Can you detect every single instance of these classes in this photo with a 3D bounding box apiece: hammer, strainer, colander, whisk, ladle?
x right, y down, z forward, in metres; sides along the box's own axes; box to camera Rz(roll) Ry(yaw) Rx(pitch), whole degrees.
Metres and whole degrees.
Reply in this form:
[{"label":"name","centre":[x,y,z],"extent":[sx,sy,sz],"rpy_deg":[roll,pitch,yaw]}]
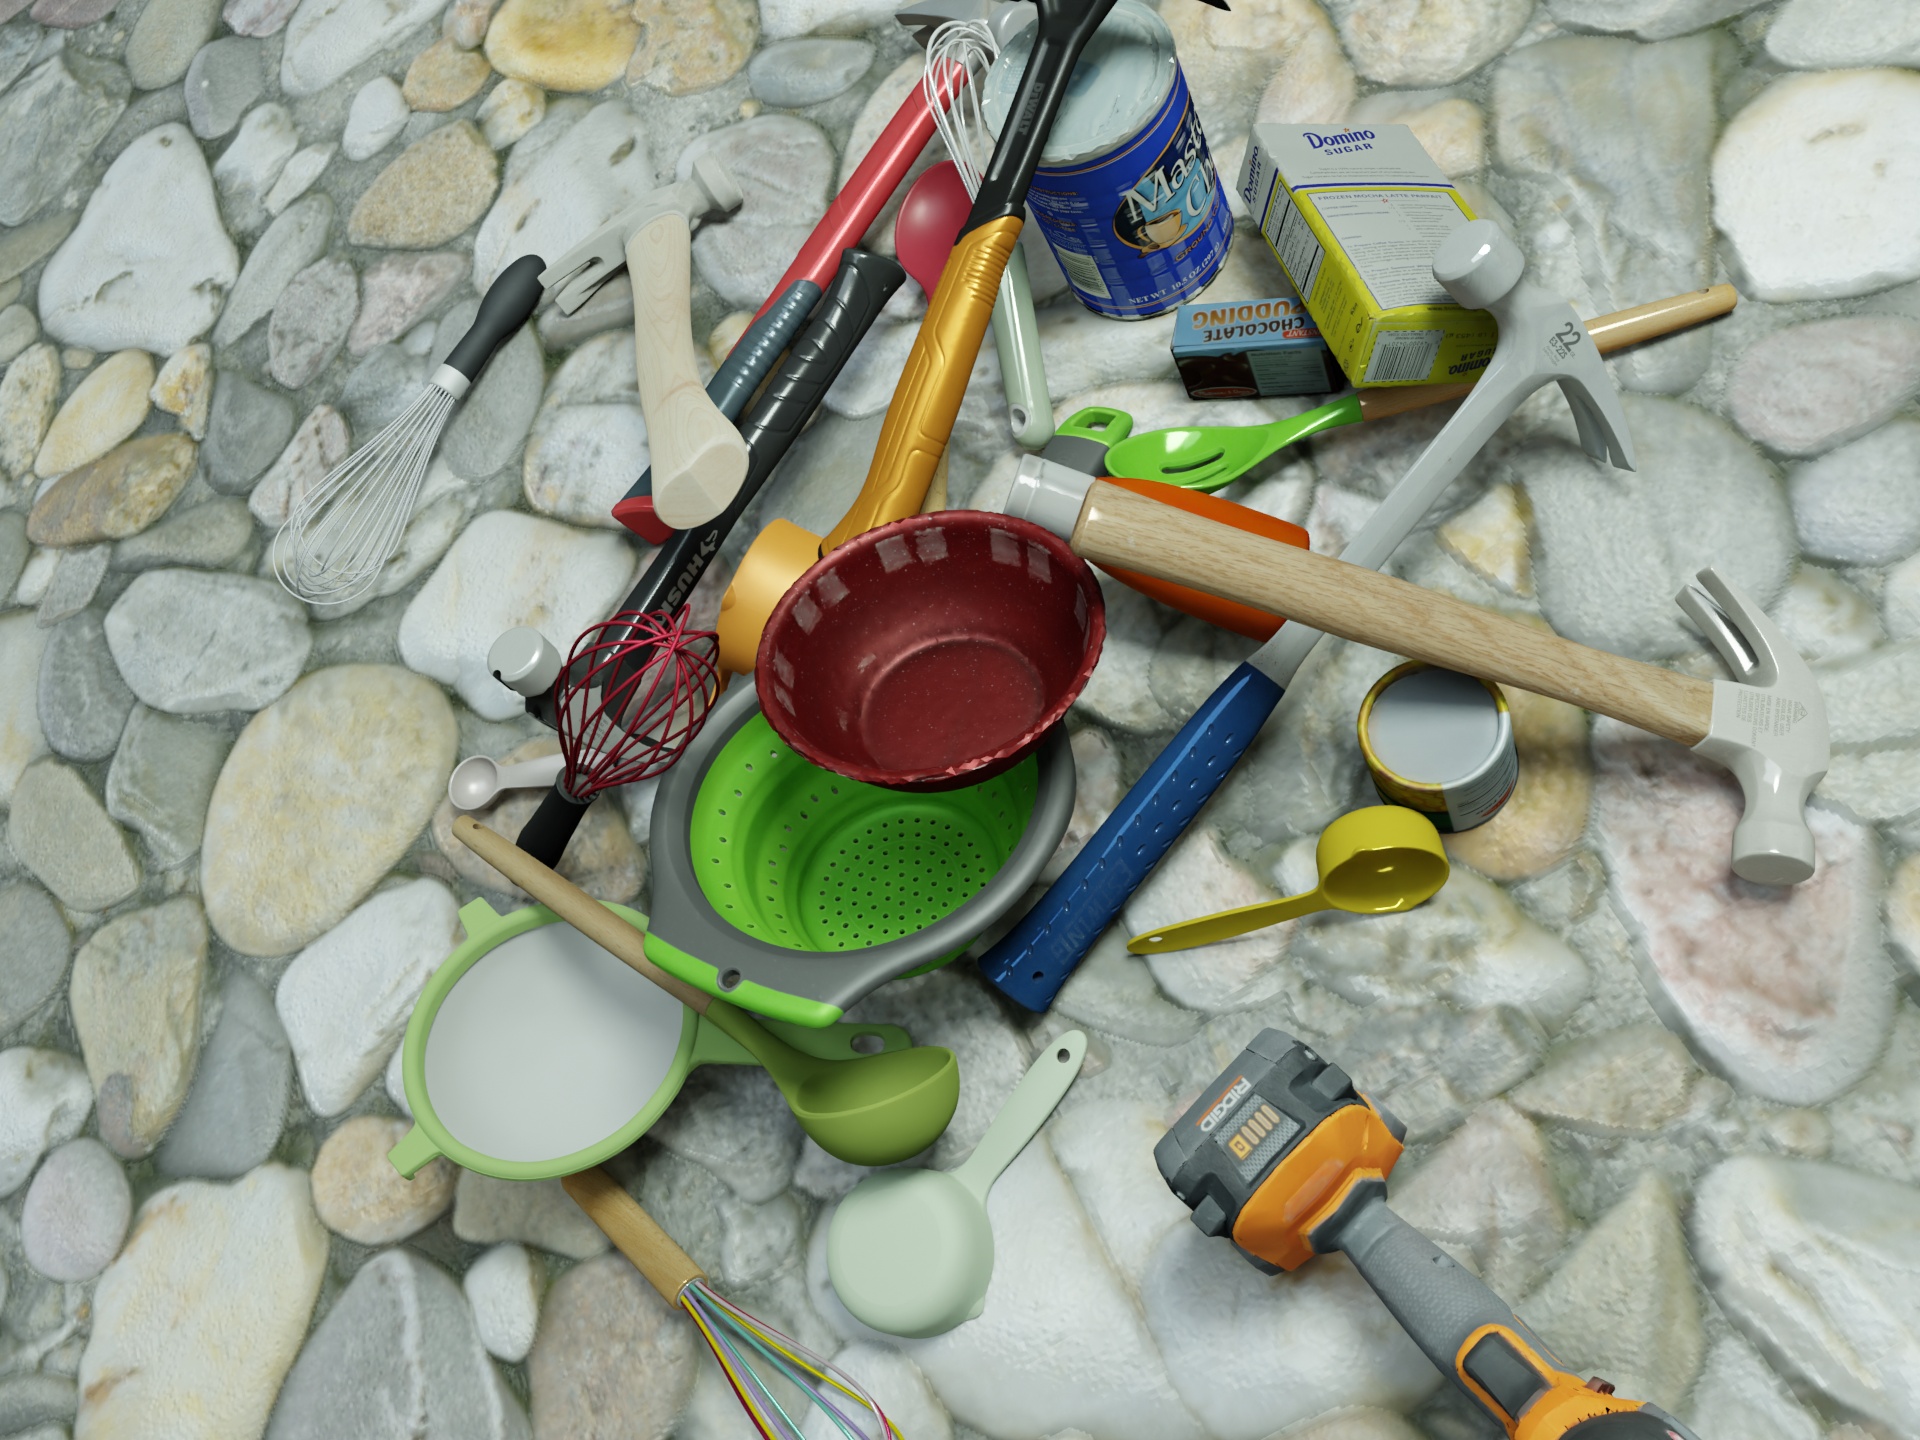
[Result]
[{"label":"hammer","centre":[-0.124,-0.127,0.886],"extent":[0.035,0.146,0.335],"rpy_deg":[23,74,28]},{"label":"strainer","centre":[-0.150,0.173,0.814],"extent":[0.256,0.069,0.152],"rpy_deg":[1,54,5]},{"label":"hammer","centre":[0.013,-0.215,0.777],"extent":[0.127,0.034,0.337],"rpy_deg":[25,98,30]},{"label":"hammer","centre":[0.209,-0.039,0.679],"extent":[0.331,0.031,0.130],"rpy_deg":[18,64,0]},{"label":"colander","centre":[-0.001,-0.003,0.813],"extent":[0.205,0.094,0.397],"rpy_deg":[16,58,27]},{"label":"hammer","centre":[0.154,-0.026,0.745],"extent":[0.405,0.144,0.035],"rpy_deg":[-51,28,6]},{"label":"whisk","centre":[0.022,-0.272,0.891],"extent":[0.058,0.059,0.246],"rpy_deg":[-12,88,54]},{"label":"ladle","centre":[-0.137,0.116,0.777],"extent":[0.320,0.078,0.062],"rpy_deg":[29,117,24]},{"label":"whisk","centre":[-0.359,-0.199,1.056],"extent":[0.070,0.070,0.285],"rpy_deg":[21,73,29]},{"label":"ladle","centre":[-0.013,-0.203,0.894],"extent":[0.069,0.031,0.316],"rpy_deg":[-22,49,30]},{"label":"hammer","centre":[-0.098,-0.279,0.979],"extent":[0.386,0.038,0.143],"rpy_deg":[-55,39,-1]},{"label":"whisk","centre":[-0.187,0.024,0.798],"extent":[0.295,0.073,0.073],"rpy_deg":[-44,46,52]},{"label":"hammer","centre":[-0.176,-0.214,0.904],"extent":[0.146,0.038,0.411],"rpy_deg":[-32,36,9]},{"label":"whisk","centre":[-0.113,0.286,0.759],"extent":[0.047,0.051,0.245],"rpy_deg":[-37,50,-27]}]

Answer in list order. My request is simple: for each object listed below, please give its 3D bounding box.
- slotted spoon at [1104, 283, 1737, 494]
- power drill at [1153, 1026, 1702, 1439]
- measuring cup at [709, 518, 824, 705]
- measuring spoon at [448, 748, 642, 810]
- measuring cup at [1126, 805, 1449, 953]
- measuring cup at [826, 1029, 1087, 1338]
[{"label":"slotted spoon","centre":[0.228,-0.164,0.803],"extent":[0.314,0.031,0.070],"rpy_deg":[-16,34,12]},{"label":"power drill","centre":[0.180,0.220,0.589],"extent":[0.084,0.164,0.227],"rpy_deg":[-47,57,-1]},{"label":"measuring cup","centre":[-0.105,-0.021,0.870],"extent":[0.052,0.095,0.173],"rpy_deg":[21,101,8]},{"label":"measuring spoon","centre":[-0.241,0.033,0.934],"extent":[0.124,0.018,0.034],"rpy_deg":[-8,66,12]},{"label":"measuring cup","centre":[0.146,0.076,0.734],"extent":[0.156,0.062,0.029],"rpy_deg":[-20,49,26]},{"label":"measuring cup","centre":[0.001,0.209,0.738],"extent":[0.083,0.038,0.167],"rpy_deg":[36,87,31]}]
